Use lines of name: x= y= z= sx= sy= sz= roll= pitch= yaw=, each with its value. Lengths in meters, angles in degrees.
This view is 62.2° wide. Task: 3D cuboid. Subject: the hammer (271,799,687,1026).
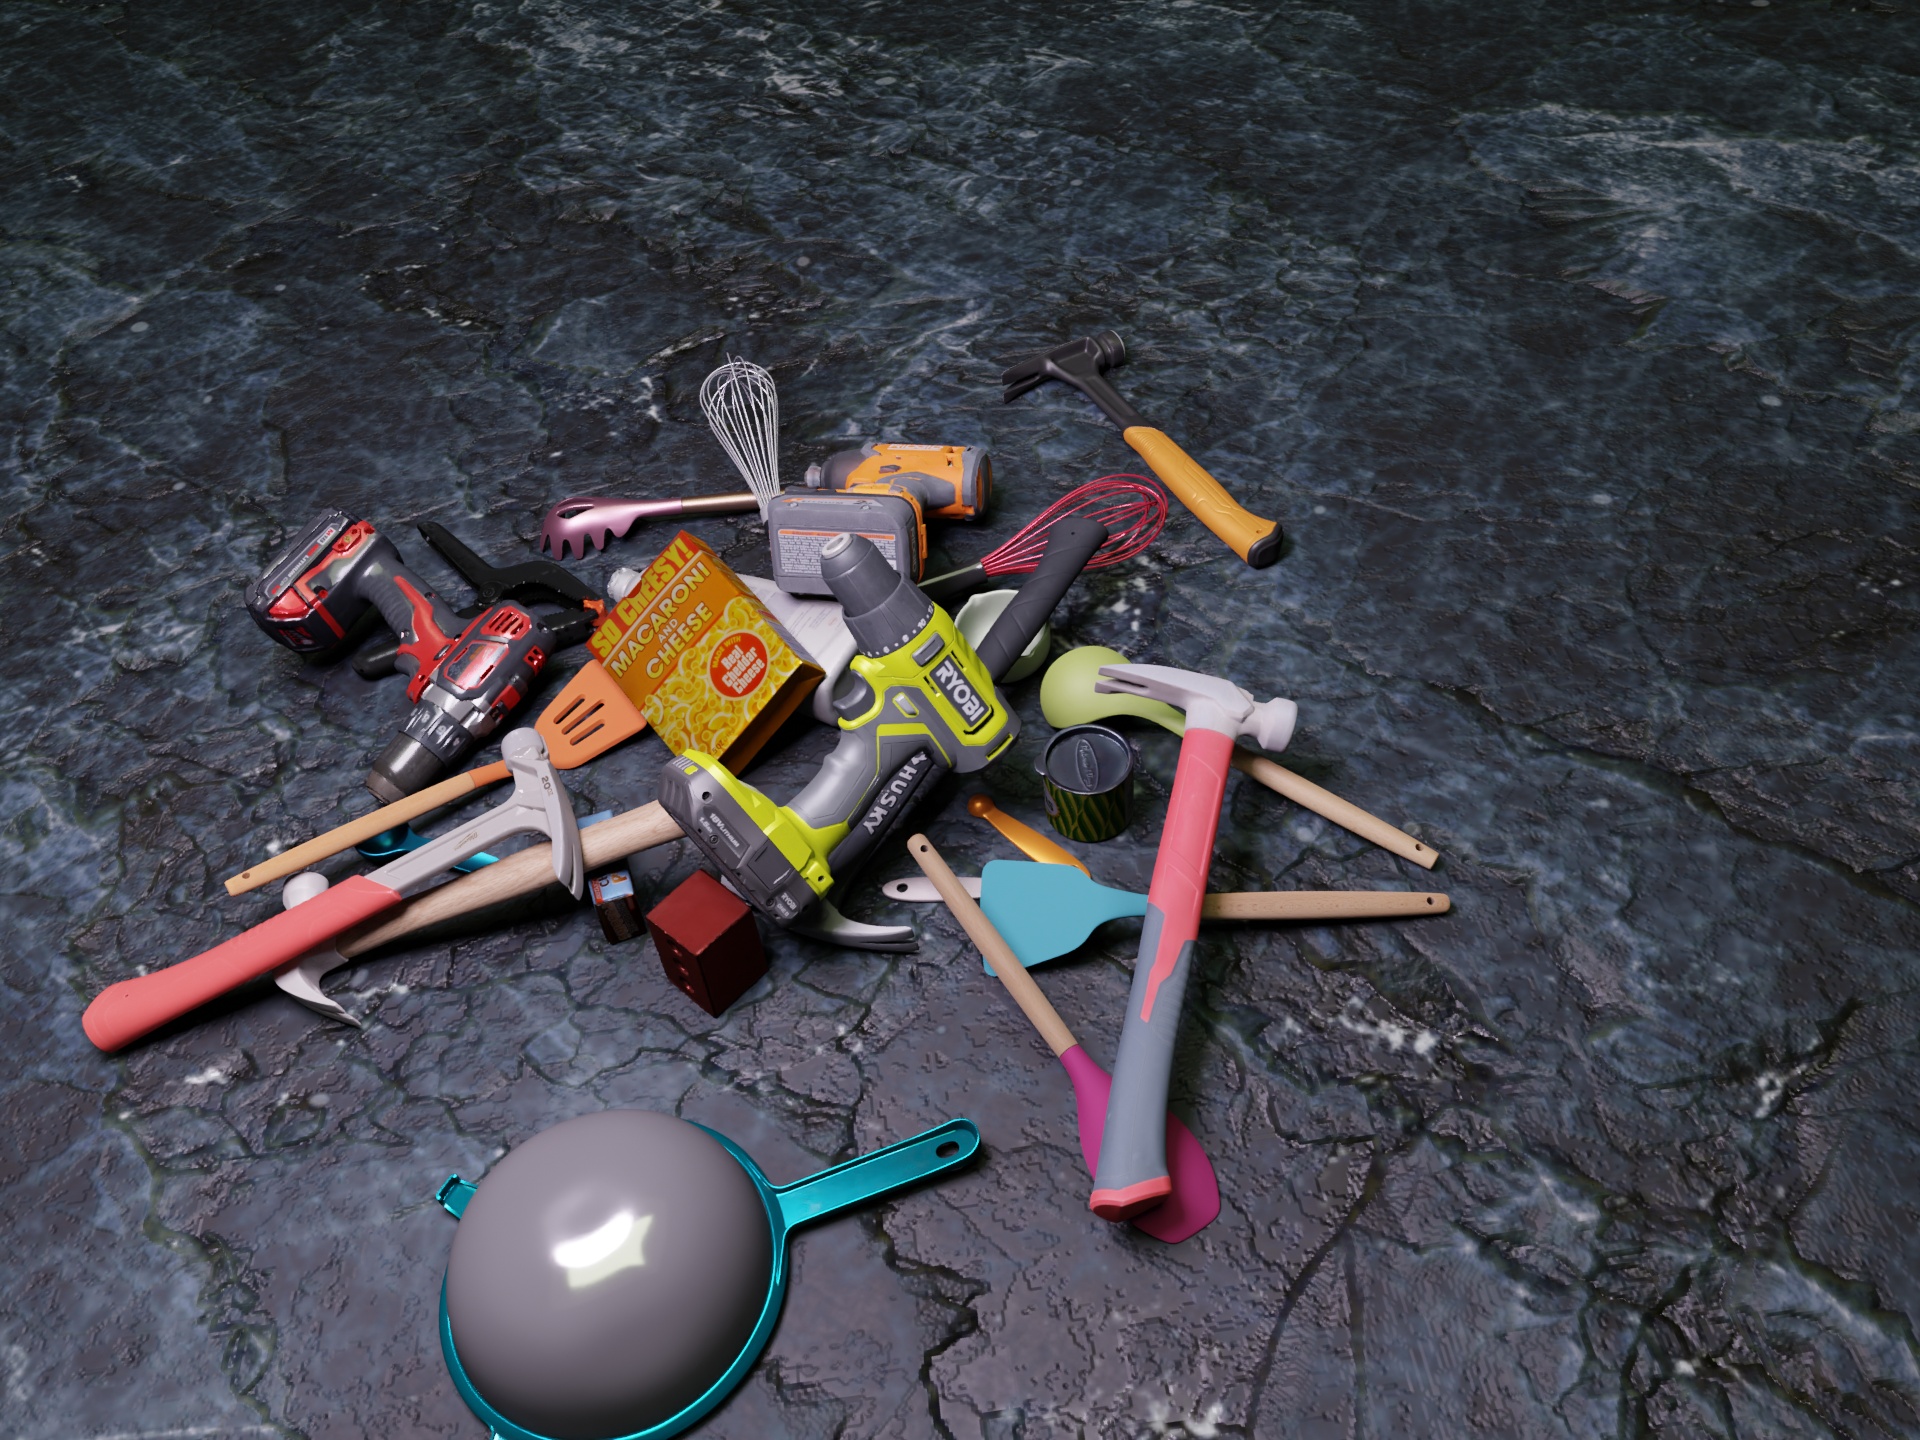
hammer: x=-0.330 y=0.117 z=1.109 sx=0.331 sy=0.031 sz=0.130 roll=-20 pitch=50 yaw=7

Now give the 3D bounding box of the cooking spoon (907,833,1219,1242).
cooking spoon: x=0.055 y=0.193 z=1.021 sx=0.069 sy=0.017 sz=0.319 roll=-28 pitch=60 yaw=-18

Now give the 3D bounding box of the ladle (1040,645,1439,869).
ladle: x=0.199 y=0.032 z=1.169 sx=0.320 sy=0.062 sz=0.078 roll=29 pitch=57 yaw=21

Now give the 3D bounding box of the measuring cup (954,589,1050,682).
measuring cup: x=-0.002 y=-0.041 z=1.256 sx=0.167 sy=0.038 sz=0.083 roll=-32 pitch=54 yaw=-13

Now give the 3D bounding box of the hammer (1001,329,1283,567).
hammer: x=0.168 y=-0.239 z=1.413 sx=0.127 sy=0.034 sz=0.337 roll=-24 pitch=50 yaw=-16

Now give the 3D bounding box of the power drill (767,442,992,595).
power drill: x=-0.079 y=-0.174 z=1.308 sx=0.164 sy=0.084 sz=0.226 roll=5 pitch=26 yaw=16

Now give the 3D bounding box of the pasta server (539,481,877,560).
pasta server: x=-0.220 y=-0.189 z=1.422 sx=0.316 sy=0.040 sz=0.060 roll=-6 pitch=48 yaw=-4

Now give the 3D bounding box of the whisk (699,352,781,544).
whisk: x=-0.169 y=-0.203 z=1.381 sx=0.070 sy=0.070 sz=0.285 roll=-15 pitch=64 yaw=-7

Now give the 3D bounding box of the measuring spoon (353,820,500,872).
measuring spoon: x=-0.392 y=0.103 z=1.189 sx=0.128 sy=0.021 sz=0.042 roll=15 pitch=44 yaw=8

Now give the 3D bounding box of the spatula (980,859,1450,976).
spatula: x=0.173 y=0.128 z=1.084 sx=0.317 sy=0.044 sz=0.082 roll=0 pitch=66 yaw=-2

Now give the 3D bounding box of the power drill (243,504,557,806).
power drill: x=-0.459 y=-0.050 z=1.269 sx=0.227 sy=0.080 sz=0.188 roll=31 pitch=70 yaw=15

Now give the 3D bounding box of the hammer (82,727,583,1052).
hammer: x=-0.430 y=0.139 z=1.089 sx=0.359 sy=0.036 sz=0.149 roll=-28 pitch=49 yaw=0

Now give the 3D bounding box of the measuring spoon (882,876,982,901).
measuring spoon: x=0.005 y=0.115 z=1.124 sx=0.124 sy=0.018 sz=0.034 roll=-2 pitch=48 yaw=6

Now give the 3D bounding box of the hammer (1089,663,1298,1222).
hammer: x=0.122 y=0.129 z=1.031 sx=0.143 sy=0.038 sz=0.387 roll=14 pitch=57 yaw=6

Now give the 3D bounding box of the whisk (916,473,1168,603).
whisk: x=0.036 y=-0.131 z=1.317 sx=0.296 sy=0.073 sz=0.073 roll=-22 pitch=49 yaw=-5

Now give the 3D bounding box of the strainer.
strainer: x=-0.152 y=0.287 z=0.936 sx=0.340 sy=0.095 sz=0.211 roll=-19 pitch=49 yaw=-8

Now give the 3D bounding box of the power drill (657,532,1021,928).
power drill: x=-0.087 y=0.006 z=1.064 sx=0.228 sy=0.190 sz=0.080 roll=-44 pitch=27 yaw=-14

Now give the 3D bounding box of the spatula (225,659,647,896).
spatula: x=-0.392 y=0.050 z=1.198 sx=0.322 sy=0.041 sz=0.081 roll=-27 pitch=60 yaw=-29

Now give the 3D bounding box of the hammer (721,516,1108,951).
hammer: x=-0.002 y=-0.004 z=1.184 sx=0.149 sy=0.036 sz=0.409 roll=24 pitch=63 yaw=25

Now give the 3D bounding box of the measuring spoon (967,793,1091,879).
measuring spoon: x=0.049 y=0.084 z=1.151 sx=0.117 sy=0.011 sz=0.021 roll=34 pitch=60 yaw=31
